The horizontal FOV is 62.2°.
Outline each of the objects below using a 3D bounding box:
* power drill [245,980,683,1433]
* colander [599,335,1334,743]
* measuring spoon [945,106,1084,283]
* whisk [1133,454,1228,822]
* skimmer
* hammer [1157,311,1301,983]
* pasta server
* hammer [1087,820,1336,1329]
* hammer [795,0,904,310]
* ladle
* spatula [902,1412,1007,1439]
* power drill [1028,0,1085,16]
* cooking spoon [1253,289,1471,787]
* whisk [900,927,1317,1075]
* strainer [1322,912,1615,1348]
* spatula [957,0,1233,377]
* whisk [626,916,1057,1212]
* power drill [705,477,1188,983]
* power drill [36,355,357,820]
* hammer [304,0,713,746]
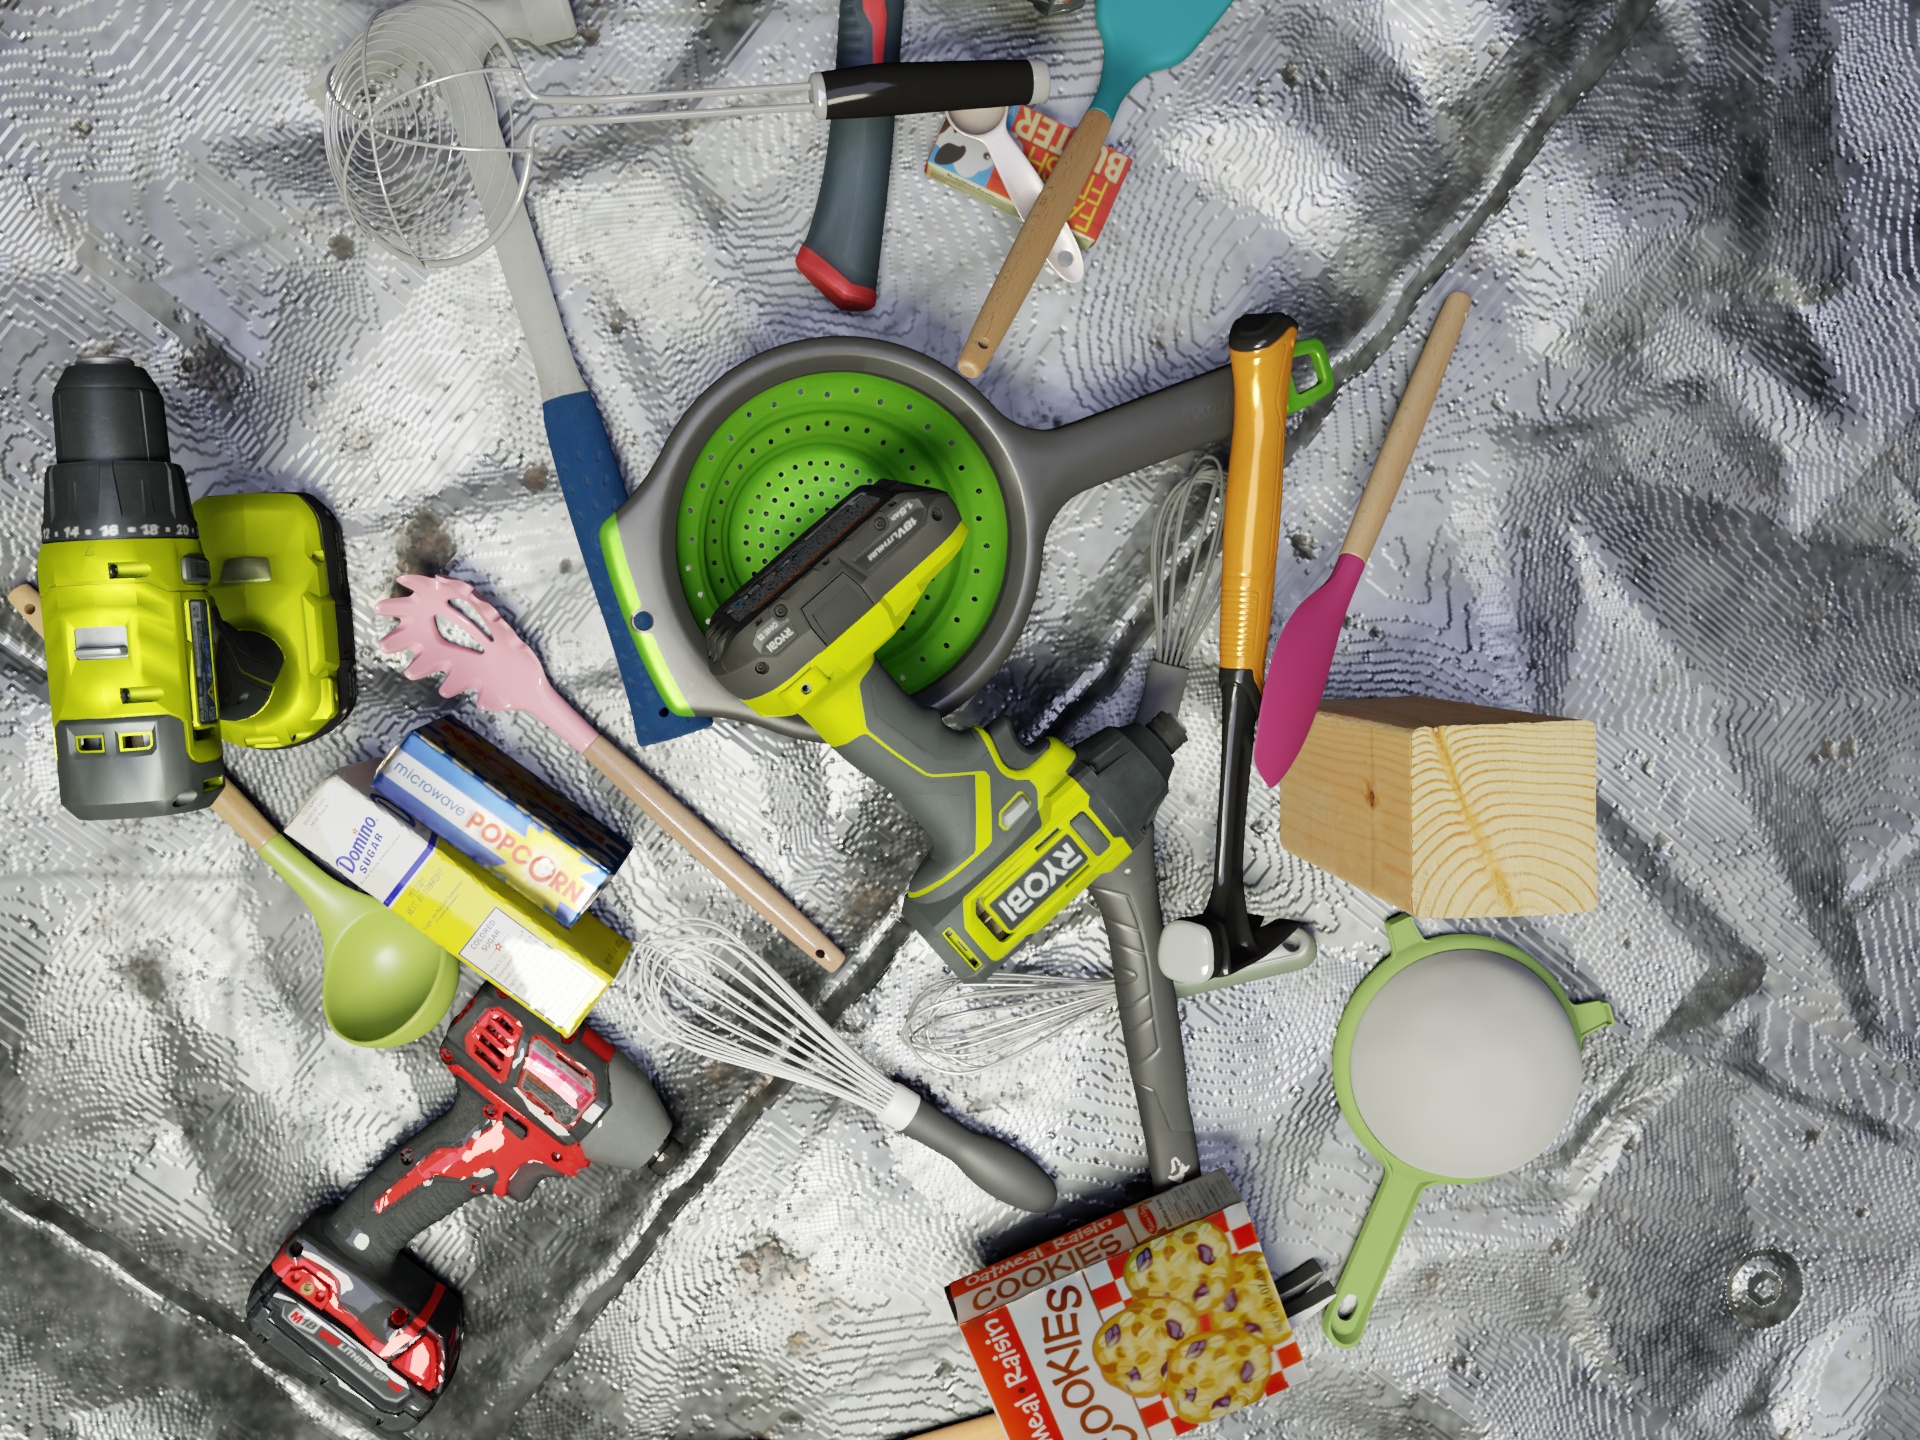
[{"bbox_3d":[-0.261,0.259,0.860,0.143,0.078,0.219,40,87,-7],"label":"power drill"},{"bbox_3d":[0.008,-0.124,0.852,0.397,0.094,0.204,-22,102,-10],"label":"colander"},{"bbox_3d":[0.031,-0.290,0.858,0.034,0.018,0.124,-32,103,1],"label":"measuring spoon"},{"bbox_3d":[0.115,-0.030,0.893,0.055,0.055,0.239,12,97,-6],"label":"whisk"},{"bbox_3d":[-0.138,-0.310,0.815,0.363,0.090,0.127,-9,99,-14],"label":"skimmer"},{"bbox_3d":[0.151,-0.038,0.826,0.034,0.127,0.337,6,96,31],"label":"hammer"},{"bbox_3d":[-0.184,0.034,0.870,0.316,0.040,0.060,43,105,-8],"label":"pasta server"},{"bbox_3d":[0.118,0.212,0.882,0.146,0.035,0.334,-12,106,-5],"label":"hammer"},{"bbox_3d":[-0.029,-0.416,0.856,0.143,0.038,0.386,4,93,-7],"label":"hammer"},{"bbox_3d":[-0.390,0.047,0.843,0.078,0.062,0.320,-44,94,-4],"label":"ladle"},{"bbox_3d":[-0.014,0.420,0.909,0.322,0.041,0.081,-13,94,-5],"label":"spatula"},{"bbox_3d":[-0.033,-0.431,0.797,0.226,0.084,0.185,18,92,-5],"label":"power drill"},{"bbox_3d":[0.220,-0.107,0.857,0.017,0.068,0.319,12,67,34],"label":"cooking spoon"},{"bbox_3d":[0.086,0.152,0.900,0.246,0.059,0.058,-11,51,-9],"label":"whisk"},{"bbox_3d":[0.274,0.250,0.911,0.151,0.069,0.256,24,90,-7],"label":"strainer"},{"bbox_3d":[0.066,-0.305,0.834,0.082,0.044,0.318,28,65,-9],"label":"spatula"},{"bbox_3d":[-0.062,0.198,0.887,0.284,0.070,0.070,35,90,-12],"label":"whisk"},{"bbox_3d":[-0.001,-0.002,0.780,0.171,0.080,0.223,-42,110,-6],"label":"power drill"},{"bbox_3d":[-0.359,-0.061,0.750,0.080,0.228,0.190,-4,94,-5],"label":"power drill"},{"bbox_3d":[-0.221,-0.182,0.853,0.144,0.035,0.405,-17,95,-4],"label":"hammer"}]
